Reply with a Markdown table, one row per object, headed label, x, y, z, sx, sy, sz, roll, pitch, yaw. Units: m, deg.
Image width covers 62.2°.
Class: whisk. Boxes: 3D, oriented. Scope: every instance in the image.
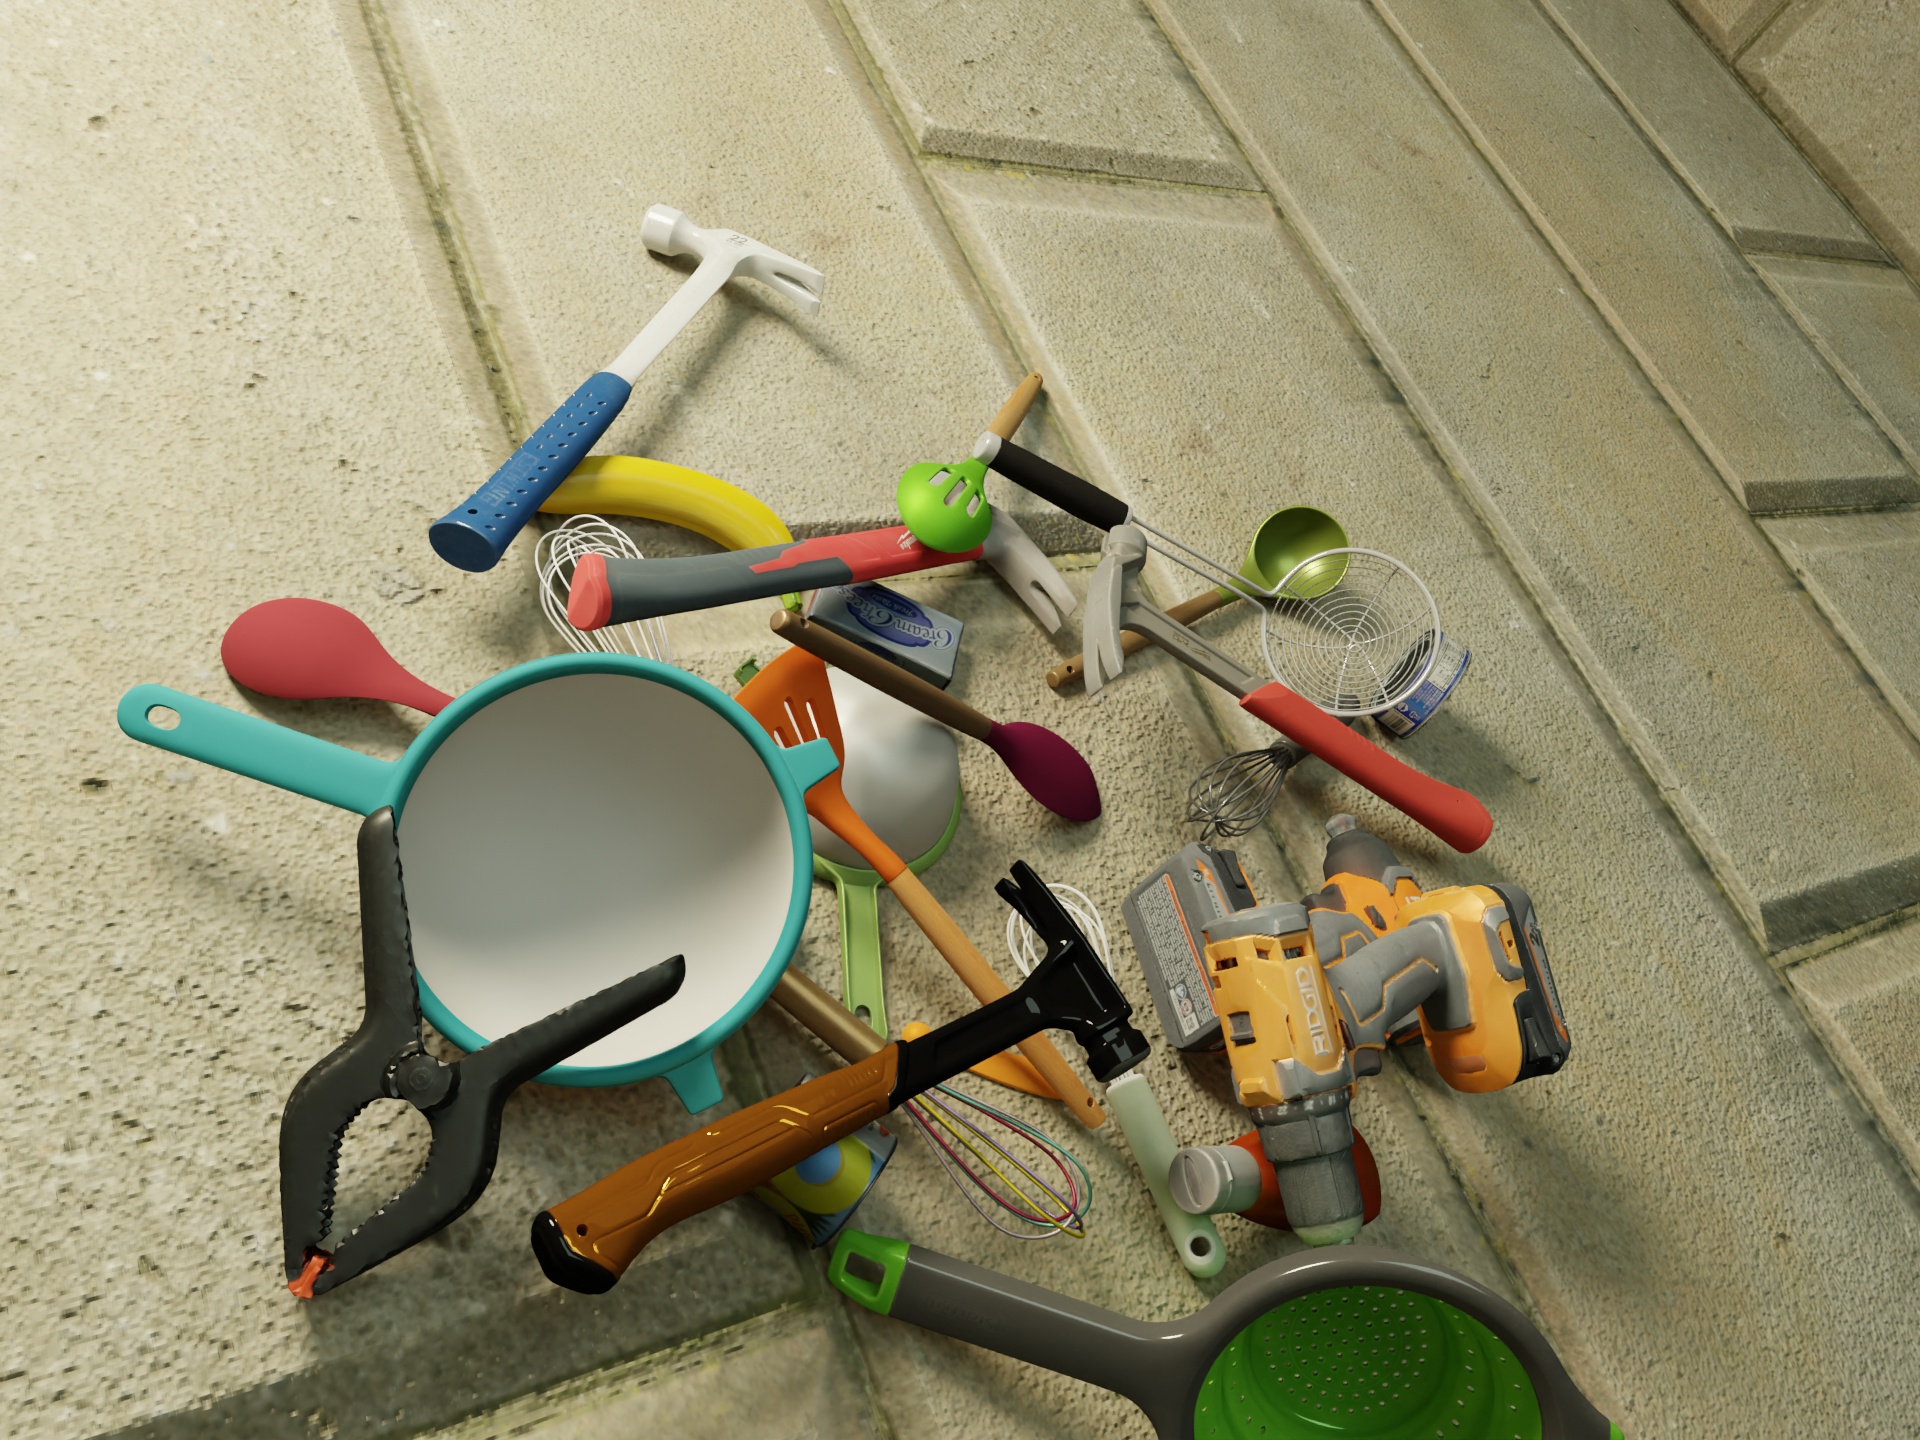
| label | x | y | z | sx | sy | sz | roll | pitch | yaw |
| --- | --- | --- | --- | --- | --- | --- | --- | --- | --- |
| whisk | -0.169 | 0.004 | 0.923 | 0.070 | 0.070 | 0.285 | -20 | 74 | -39 |
| whisk | 0.093 | 0.206 | 0.932 | 0.058 | 0.059 | 0.246 | -24 | 71 | -1 |
| whisk | 0.232 | 0.027 | 1.147 | 0.055 | 0.055 | 0.239 | 50 | 43 | 10 |
| whisk | -0.028 | 0.194 | 0.849 | 0.245 | 0.051 | 0.047 | 39 | 29 | 4 |

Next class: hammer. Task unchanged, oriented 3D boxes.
| label | x | y | z | sx | sy | sz | roll | pitch | yaw |
| --- | --- | --- | --- | --- | --- | --- | --- | --- | --- |
| hammer | -0.216 | -0.223 | 1.036 | 0.144 | 0.035 | 0.406 | 20 | 44 | 3 |
| hammer | -0.077 | -0.088 | 0.996 | 0.143 | 0.038 | 0.386 | 50 | 36 | 17 |
| hammer | 0.233 | 0.005 | 1.101 | 0.358 | 0.036 | 0.149 | 31 | 42 | -20 |
| hammer | -0.056 | 0.176 | 0.778 | 0.337 | 0.034 | 0.127 | -19 | 68 | -38 |

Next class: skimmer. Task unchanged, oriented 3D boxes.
| label | x | y | z | sx | sy | sz | roll | pitch | yaw |
| --- | --- | --- | --- | --- | --- | --- | --- | --- | --- |
| skimmer | 0.177 | -0.115 | 1.126 | 0.363 | 0.090 | 0.127 | 25 | 88 | -22 |

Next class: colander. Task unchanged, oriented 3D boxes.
| label | x | y | z | sx | sy | sz | roll | pitch | yaw |
| --- | --- | --- | --- | --- | --- | --- | --- | --- | --- |
| colander | 0.128 | 0.323 | 0.827 | 0.397 | 0.204 | 0.094 | 18 | 13 | 2 |

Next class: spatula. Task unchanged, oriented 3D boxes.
| label | x | y | z | sx | sy | sz | roll | pitch | yaw |
| --- | --- | --- | --- | --- | --- | --- | --- | --- | --- |
| spatula | -0.016 | 0.102 | 0.887 | 0.322 | 0.041 | 0.081 | 51 | 46 | -6 |

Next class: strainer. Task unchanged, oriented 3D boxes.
| label | x | y | z | sx | sy | sz | roll | pitch | yaw |
| --- | --- | --- | --- | --- | --- | --- | --- | --- | --- |
| strainer | -0.243 | 0.055 | 0.805 | 0.340 | 0.095 | 0.211 | 20 | 79 | -5 |
| strainer | -0.052 | 0.064 | 0.930 | 0.151 | 0.069 | 0.257 | 11 | 54 | -24 |

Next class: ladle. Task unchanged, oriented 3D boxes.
| label | x | y | z | sx | sy | sz | roll | pitch | yaw |
| --- | --- | --- | --- | --- | --- | --- | --- | --- | --- |
| ladle | 0.182 | -0.089 | 1.195 | 0.320 | 0.062 | 0.078 | -26 | 80 | -38 |
| ladle | -0.249 | 0.009 | 0.865 | 0.315 | 0.031 | 0.069 | 25 | 51 | -6 |

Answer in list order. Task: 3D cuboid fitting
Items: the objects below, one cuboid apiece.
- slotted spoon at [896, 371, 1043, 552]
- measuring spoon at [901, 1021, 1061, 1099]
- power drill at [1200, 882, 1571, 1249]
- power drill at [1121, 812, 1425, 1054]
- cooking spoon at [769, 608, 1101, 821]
| label | x | y | z | sx | sy | sz | roll | pitch | yaw |
| --- | --- | --- | --- | --- | --- | --- | --- | --- | --- |
| slotted spoon | 0.021 | -0.202 | 1.161 | 0.070 | 0.031 | 0.314 | 38 | 32 | -7 |
| measuring spoon | 0.021 | 0.196 | 0.915 | 0.117 | 0.011 | 0.021 | 21 | 49 | -16 |
| power drill | 0.249 | 0.189 | 0.918 | 0.226 | 0.084 | 0.185 | -4 | 76 | -33 |
| power drill | 0.220 | 0.133 | 1.036 | 0.226 | 0.084 | 0.164 | 4 | 55 | -34 |
| cooking spoon | -0.002 | -0.003 | 0.958 | 0.318 | 0.017 | 0.069 | 27 | 42 | -47 |
